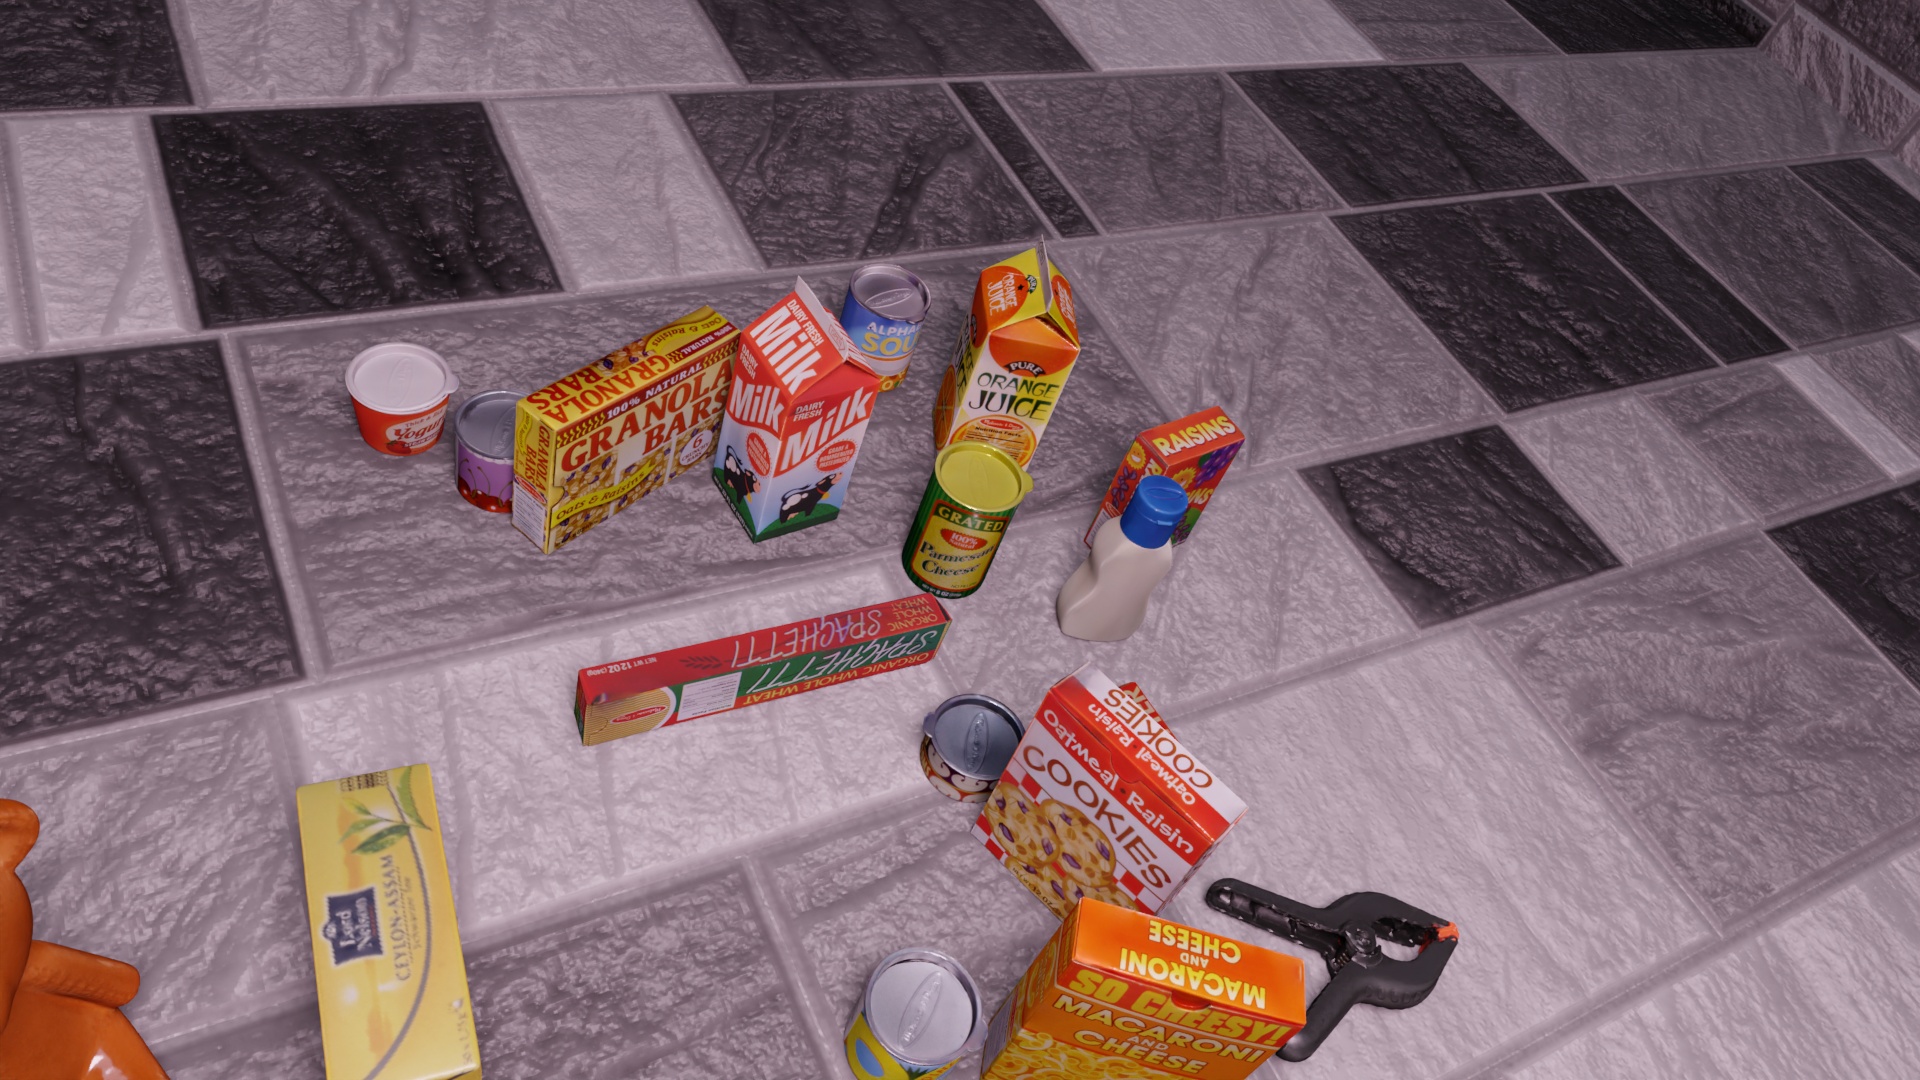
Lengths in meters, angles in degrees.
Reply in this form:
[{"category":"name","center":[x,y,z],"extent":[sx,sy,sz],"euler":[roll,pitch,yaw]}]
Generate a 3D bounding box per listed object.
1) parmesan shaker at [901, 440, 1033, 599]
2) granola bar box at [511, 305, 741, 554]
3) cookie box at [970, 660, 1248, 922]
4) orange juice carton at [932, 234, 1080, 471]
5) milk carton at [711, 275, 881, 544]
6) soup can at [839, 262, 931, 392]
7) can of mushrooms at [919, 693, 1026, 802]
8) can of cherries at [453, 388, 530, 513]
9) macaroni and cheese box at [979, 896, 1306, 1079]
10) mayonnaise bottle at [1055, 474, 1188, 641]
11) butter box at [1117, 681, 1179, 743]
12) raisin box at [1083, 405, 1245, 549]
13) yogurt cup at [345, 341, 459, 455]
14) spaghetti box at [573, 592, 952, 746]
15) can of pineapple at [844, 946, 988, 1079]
[{"category":"parmesan shaker","center":[0.004,-0.013,0.998],"extent":[0.071,0.102,0.072],"euler":[10,48,-11]},{"category":"granola bar box","center":[-0.229,-0.077,0.956],"extent":[0.039,0.123,0.166],"euler":[39,49,15]},{"category":"cookie box","center":[0.082,0.166,0.825],"extent":[0.123,0.166,0.040],"euler":[42,50,18]},{"category":"orange juice carton","center":[0.037,-0.136,1.057],"extent":[0.073,0.191,0.072],"euler":[8,48,-13]},{"category":"milk carton","center":[-0.113,-0.090,0.964],"extent":[0.074,0.189,0.072],"euler":[-18,59,-32]},{"category":"soup can","center":[-0.064,-0.169,1.125],"extent":[0.071,0.083,0.072],"euler":[10,48,-11]},{"category":"can of mushrooms","center":[0.006,0.136,0.916],"extent":[0.071,0.033,0.071],"euler":[10,48,-11]},{"category":"can of cherries","center":[-0.311,-0.060,0.956],"extent":[0.071,0.058,0.072],"euler":[10,48,-11]},{"category":"macaroni and cheese box","center":[0.093,0.261,0.746],"extent":[0.124,0.165,0.040],"euler":[17,47,-5]},{"category":"mayonnaise bottle","center":[0.118,0.015,0.984],"extent":[0.065,0.147,0.041],"euler":[5,49,-16]},{"category":"butter box","center":[0.128,0.151,0.933],"extent":[0.024,0.052,0.104],"euler":[-17,58,-31]},{"category":"raisin box","center":[0.155,-0.039,1.062],"extent":[0.086,0.122,0.040],"euler":[-20,59,-32]},{"category":"yogurt cup","center":[-0.388,-0.096,0.963],"extent":[0.072,0.053,0.073],"euler":[10,48,-11]},{"category":"spaghetti box","center":[-0.124,0.081,0.905],"extent":[0.251,0.049,0.029],"euler":[-12,55,-28]},{"category":"can of pineapple","center":[-0.026,0.270,0.770],"extent":[0.071,0.057,0.071],"euler":[10,48,-11]}]
